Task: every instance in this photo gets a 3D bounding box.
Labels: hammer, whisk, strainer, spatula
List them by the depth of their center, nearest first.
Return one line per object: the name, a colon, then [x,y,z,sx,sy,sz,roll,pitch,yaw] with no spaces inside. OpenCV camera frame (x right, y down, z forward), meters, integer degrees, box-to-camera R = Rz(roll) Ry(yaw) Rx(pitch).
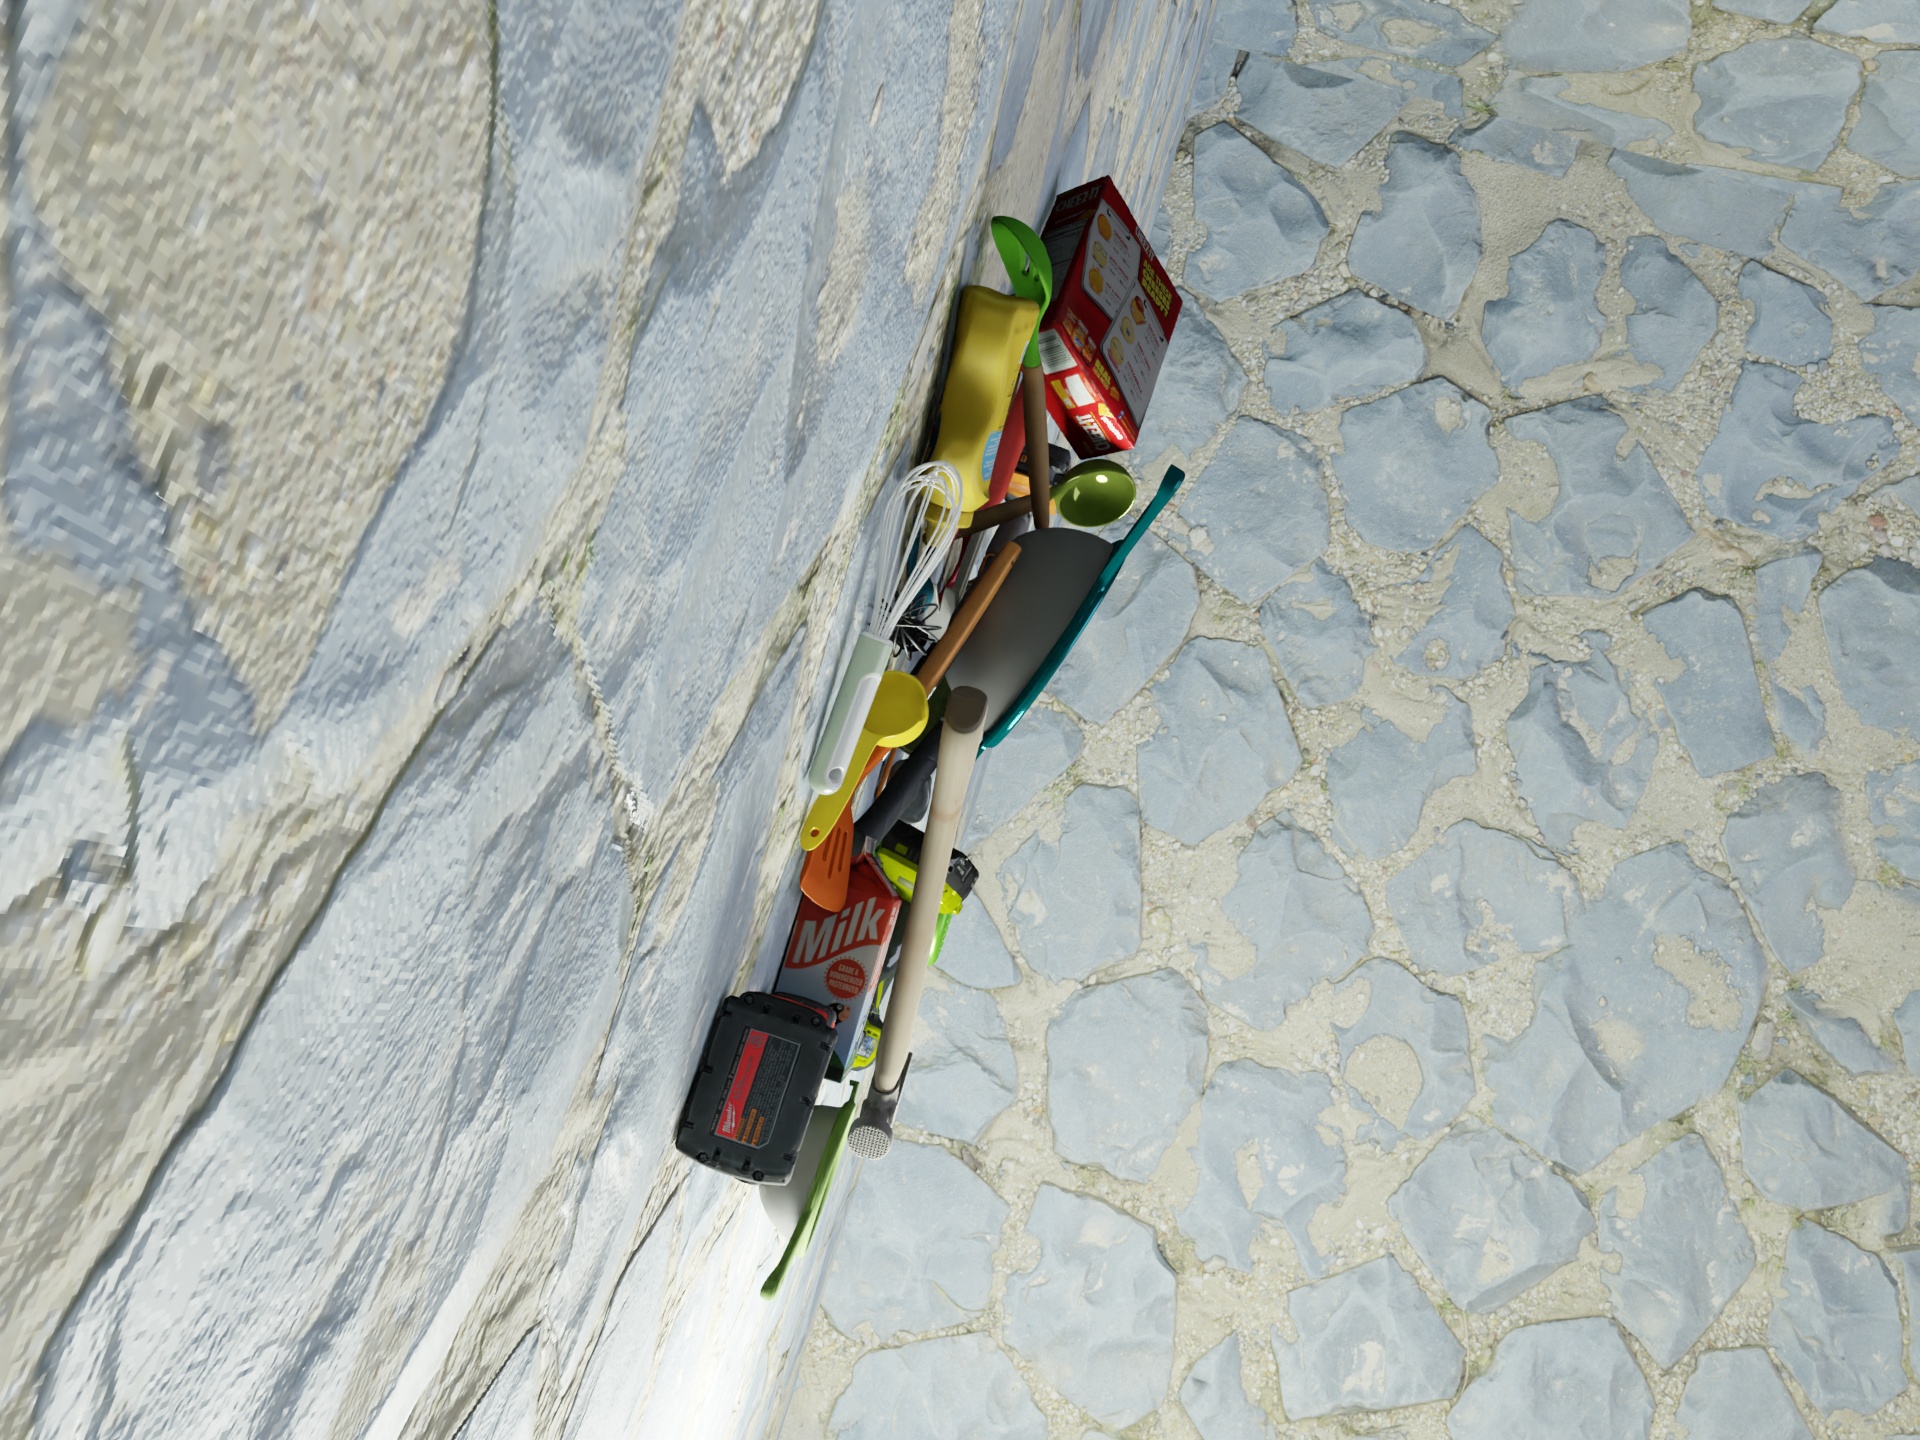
whisk: [-0.054,-0.064,1.101,0.057,0.059,0.246,17,95,-47]
spatula: [-0.036,-0.002,1.239,0.322,0.041,0.081,-57,152,-8]
whisk: [-0.040,-0.072,1.253,0.239,0.055,0.055,-64,171,-90]
strainer: [0.069,-0.118,1.298,0.211,0.095,0.340,-58,-178,-36]
hammer: [-0.031,0.160,1.329,0.146,0.038,0.410,-71,174,-67]
strainer: [-0.163,0.441,1.465,0.256,0.069,0.151,-58,167,-71]
hammer: [0.037,-0.235,1.492,0.149,0.037,0.359,89,19,-68]
hammer: [-0.002,-0.005,1.493,0.409,0.036,0.149,-53,160,-39]

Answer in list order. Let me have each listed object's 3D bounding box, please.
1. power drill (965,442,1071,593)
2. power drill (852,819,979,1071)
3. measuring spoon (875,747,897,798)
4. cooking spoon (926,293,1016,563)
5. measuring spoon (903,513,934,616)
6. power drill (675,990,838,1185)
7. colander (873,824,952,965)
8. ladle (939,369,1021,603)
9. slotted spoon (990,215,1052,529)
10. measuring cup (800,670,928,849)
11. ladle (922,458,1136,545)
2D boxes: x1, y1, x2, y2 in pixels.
power drill: [0.044,-0.186,1.675,0.185,0.084,0.226,53,58,-82]
power drill: [-0.078,0.212,1.462,0.228,0.080,0.190,-61,163,-11]
measuring spoon: [-0.065,0.021,1.525,0.021,0.011,0.117,-104,-147,-78]
cooking spoon: [0.017,-0.250,1.318,0.068,0.017,0.319,-44,-154,50]
measuring spoon: [-0.031,-0.126,1.299,0.128,0.021,0.042,98,10,-61]
power drill: [-0.136,0.262,1.122,0.219,0.078,0.143,99,8,-78]
colander: [-0.054,0.179,1.676,0.396,0.094,0.205,95,13,-71]
ladle: [0.017,-0.205,1.556,0.069,0.031,0.315,25,78,-62]
slotted spoon: [0.058,-0.269,1.277,0.031,0.070,0.313,-27,143,-16]
measuring cup: [-0.075,0.034,1.182,0.156,0.062,0.029,-60,160,-19]
ladle: [0.064,-0.183,1.424,0.078,0.062,0.320,-41,173,36]
